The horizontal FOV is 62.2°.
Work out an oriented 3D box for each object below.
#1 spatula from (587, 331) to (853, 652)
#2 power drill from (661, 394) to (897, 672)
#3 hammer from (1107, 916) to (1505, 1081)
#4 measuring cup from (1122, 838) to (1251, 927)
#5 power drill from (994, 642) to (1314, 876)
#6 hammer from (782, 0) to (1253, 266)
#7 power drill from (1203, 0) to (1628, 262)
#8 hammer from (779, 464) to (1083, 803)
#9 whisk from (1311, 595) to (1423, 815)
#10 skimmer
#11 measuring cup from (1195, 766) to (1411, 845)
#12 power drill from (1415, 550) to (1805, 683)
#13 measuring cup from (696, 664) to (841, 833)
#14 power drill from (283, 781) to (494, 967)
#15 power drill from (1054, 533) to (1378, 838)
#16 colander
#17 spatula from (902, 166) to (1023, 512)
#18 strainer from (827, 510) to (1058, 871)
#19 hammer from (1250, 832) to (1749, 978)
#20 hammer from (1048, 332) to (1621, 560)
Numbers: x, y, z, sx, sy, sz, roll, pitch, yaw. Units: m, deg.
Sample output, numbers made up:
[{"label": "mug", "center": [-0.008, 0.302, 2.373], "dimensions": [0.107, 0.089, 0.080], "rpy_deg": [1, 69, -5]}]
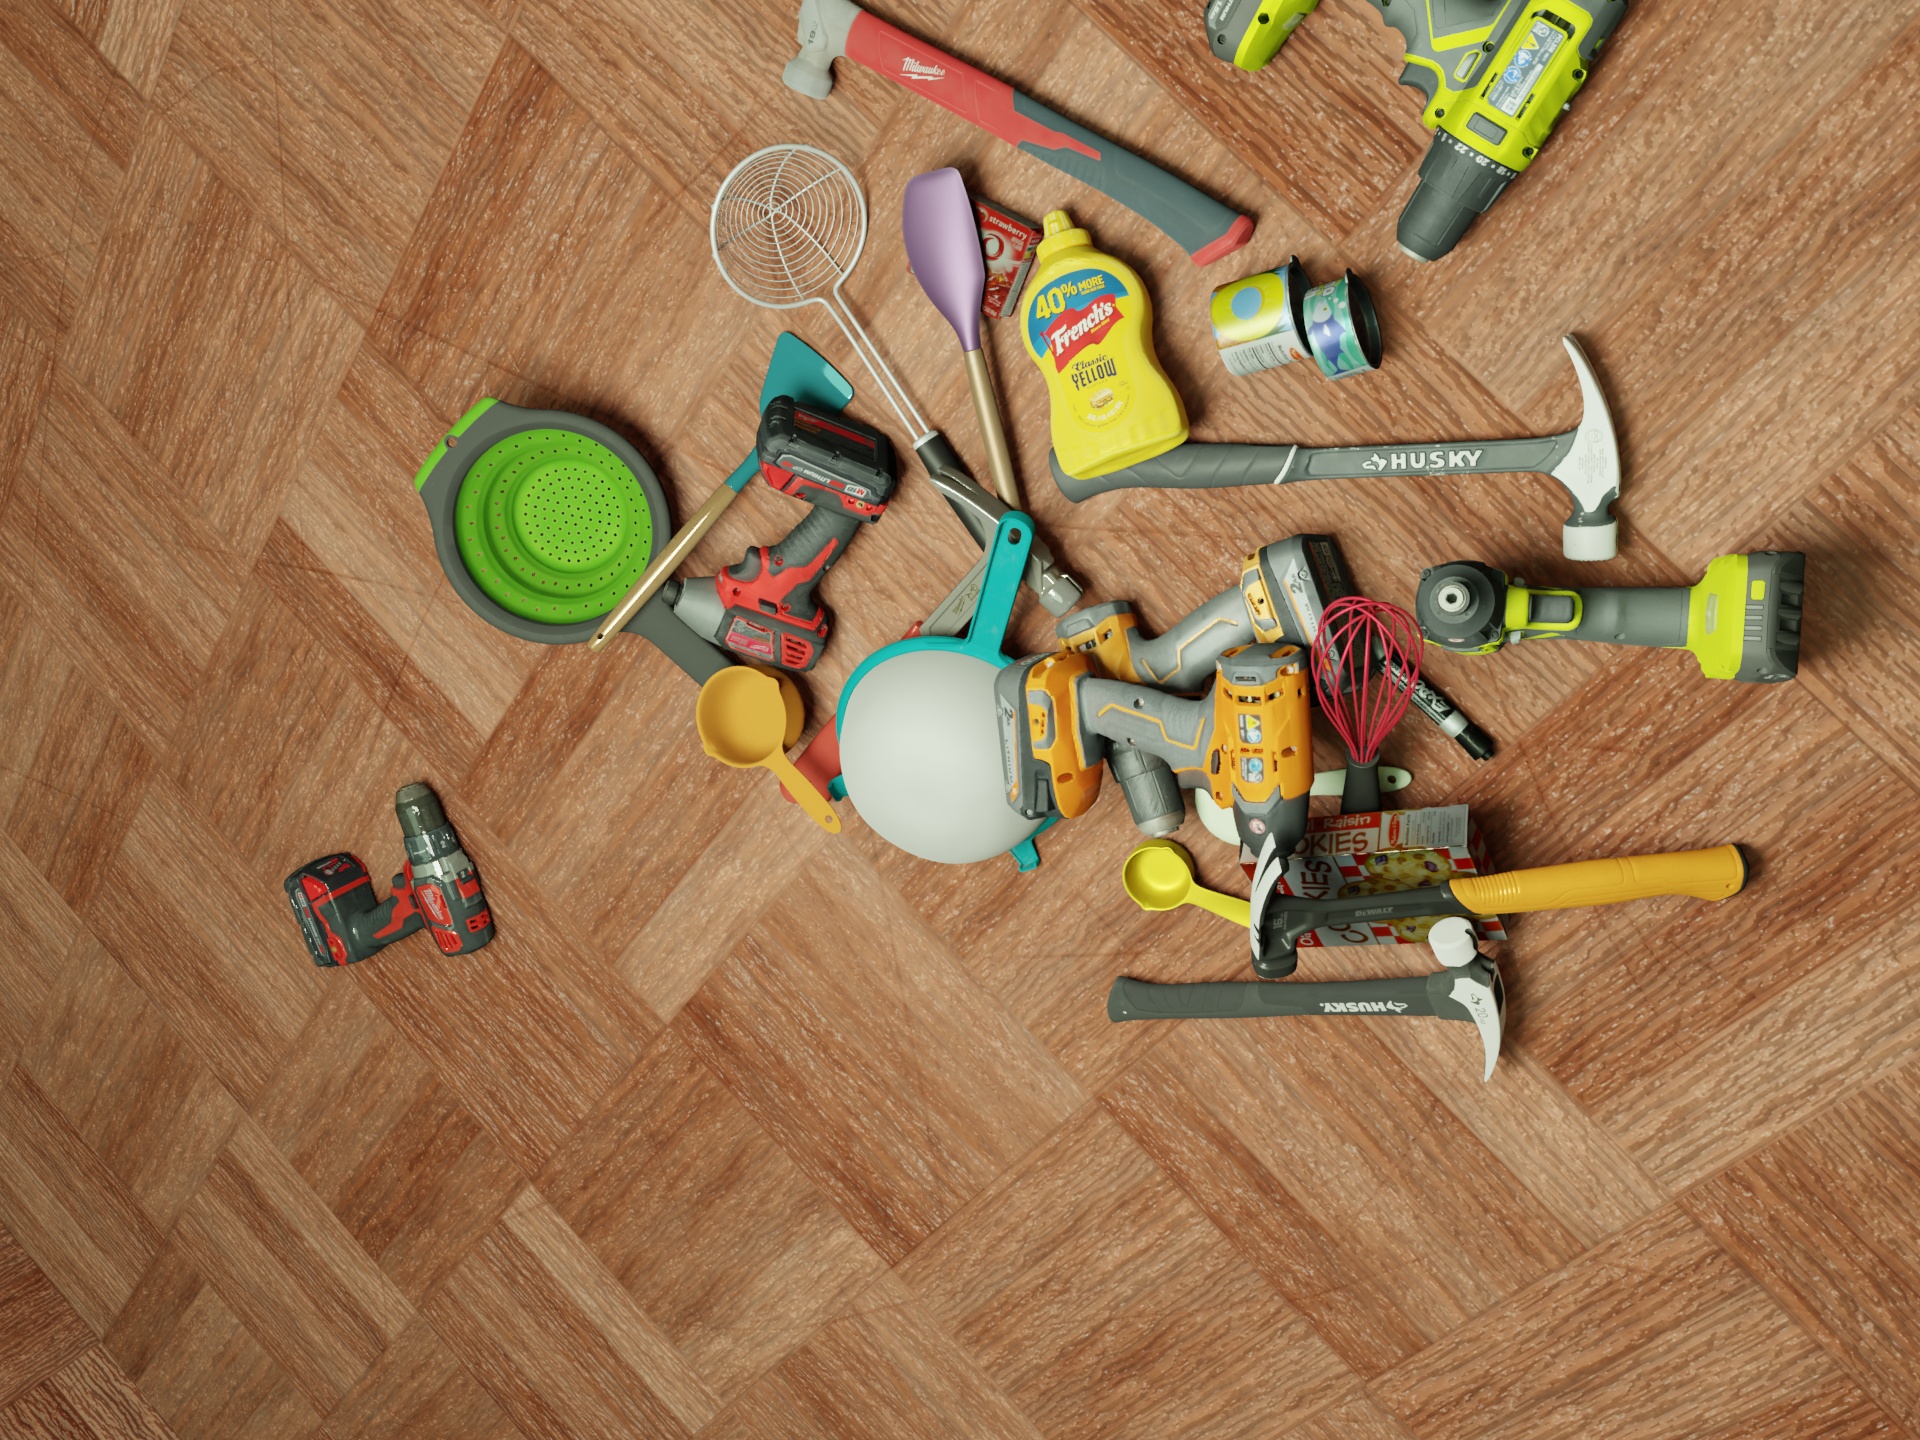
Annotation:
[{"label": "spatula", "center": [-0.215, -0.181, 1.346], "dimensions": [0.082, 0.044, 0.317], "rpy_deg": [42, 96, 6]}, {"label": "power drill", "center": [-0.151, -0.147, 1.315], "dimensions": [0.143, 0.079, 0.219], "rpy_deg": [19, 122, -17]}, {"label": "hammer", "center": [0.263, 0.224, 1.259], "dimensions": [0.335, 0.035, 0.146], "rpy_deg": [-9, 125, 36]}, {"label": "measuring cup", "center": [0.208, 0.141, 1.287], "dimensions": [0.156, 0.029, 0.062], "rpy_deg": [21, 116, 8]}, {"label": "power drill", "center": [0.143, 0.027, 1.139], "dimensions": [0.226, 0.084, 0.164], "rpy_deg": [2, 106, 33]}, {"label": "hammer", "center": [0.048, -0.451, 1.153], "dimensions": [0.386, 0.038, 0.143], "rpy_deg": [33, 118, 15]}, {"label": "power drill", "center": [0.276, -0.426, 1.018], "dimensions": [0.228, 0.080, 0.190], "rpy_deg": [36, 120, 10]}, {"label": "hammer", "center": [-0.058, -0.047, 1.330], "dimensions": [0.149, 0.037, 0.359], "rpy_deg": [42, 127, -3]}, {"label": "whisk", "center": [0.280, 0.013, 1.102], "dimensions": [0.073, 0.073, 0.295], "rpy_deg": [16, 150, 23]}, {"label": "skimmer", "center": [-0.061, -0.274, 1.242], "dimensions": [0.127, 0.090, 0.363], "rpy_deg": [-34, 93, -2]}, {"label": "measuring cup", "center": [0.258, 0.056, 1.215], "dimensions": [0.167, 0.038, 0.083], "rpy_deg": [-8, 103, 32]}, {"label": "power drill", "center": [0.408, -0.069, 1.016], "dimensions": [0.223, 0.171, 0.080], "rpy_deg": [3, 91, 22]}, {"label": "measuring cup", "center": [-0.151, 0.026, 1.369], "dimensions": [0.095, 0.052, 0.174], "rpy_deg": [-44, 82, 20]}, {"label": "power drill", "center": [-0.615, 0.170, 1.705], "dimensions": [0.227, 0.080, 0.188], "rpy_deg": [-12, 101, 28]}, {"label": "power drill", "center": [0.190, -0.024, 1.186], "dimensions": [0.226, 0.084, 0.185], "rpy_deg": [-22, 83, 35]}, {"label": "colander", "center": [-0.294, -0.122, 1.427], "dimensions": [0.397, 0.094, 0.204], "rpy_deg": [42, 100, -12]}, {"label": "spatula", "center": [0.013, -0.259, 1.221], "dimensions": [0.060, 0.018, 0.315], "rpy_deg": [-7, 110, 26]}, {"label": "strainer", "center": [-0.002, -0.004, 1.250], "dimensions": [0.211, 0.095, 0.340], "rpy_deg": [21, 129, 6]}, {"label": "hammer", "center": [0.368, 0.113, 1.089], "dimensions": [0.337, 0.034, 0.127], "rpy_deg": [-6, 135, 2]}, {"label": "hammer", "center": [0.252, -0.188, 1.137], "dimensions": [0.409, 0.036, 0.149], "rpy_deg": [3, 107, 28]}]
